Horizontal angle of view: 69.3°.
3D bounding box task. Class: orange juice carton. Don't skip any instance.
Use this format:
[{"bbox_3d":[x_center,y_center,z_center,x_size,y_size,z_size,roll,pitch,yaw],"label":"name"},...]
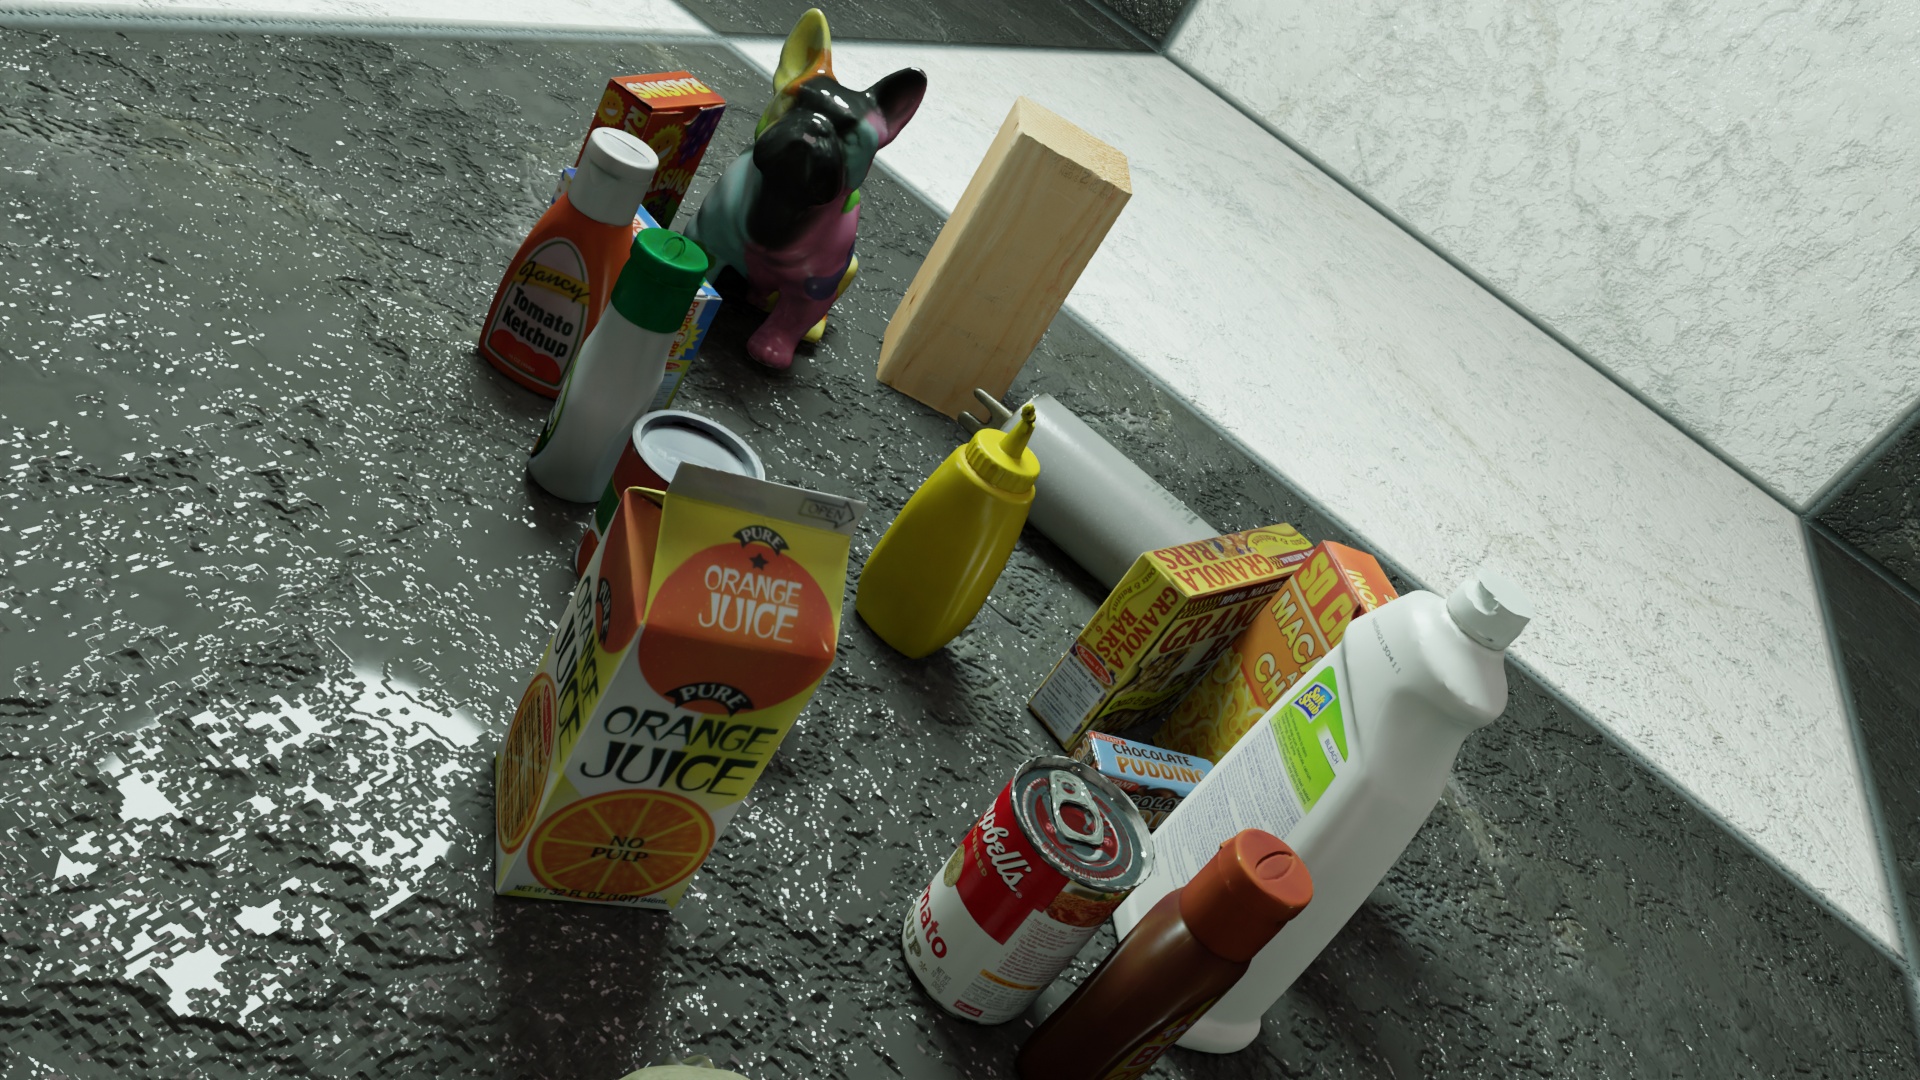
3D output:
[{"bbox_3d":[-0.107,0.049,0.514,0.072,0.191,0.073,15,35,-30],"label":"orange juice carton"}]

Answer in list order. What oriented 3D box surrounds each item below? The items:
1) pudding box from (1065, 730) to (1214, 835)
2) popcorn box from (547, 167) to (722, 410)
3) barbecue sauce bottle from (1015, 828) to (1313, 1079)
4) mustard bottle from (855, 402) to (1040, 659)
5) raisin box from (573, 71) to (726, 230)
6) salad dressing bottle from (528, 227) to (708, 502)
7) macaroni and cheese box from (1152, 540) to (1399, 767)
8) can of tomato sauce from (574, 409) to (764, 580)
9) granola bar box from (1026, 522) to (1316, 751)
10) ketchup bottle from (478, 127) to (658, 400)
[{"bbox_3d":[0.091,0.132,0.729,0.084,0.049,0.030,18,33,-26],"label":"pudding box"},{"bbox_3d":[-0.202,-0.148,0.816,0.038,0.084,0.127,-8,50,-50],"label":"popcorn box"},{"bbox_3d":[0.083,0.175,0.560,0.065,0.147,0.044,-7,49,-49],"label":"barbecue sauce bottle"},{"bbox_3d":[0.003,-0.009,0.738,0.065,0.159,0.049,42,30,14],"label":"mustard bottle"},{"bbox_3d":[-0.211,-0.240,0.904,0.040,0.122,0.086,38,30,7],"label":"raisin box"},{"bbox_3d":[-0.171,-0.086,0.695,0.044,0.147,0.064,27,30,-12],"label":"salad dressing bottle"},{"bbox_3d":[0.180,0.101,0.743,0.040,0.165,0.124,17,34,-27],"label":"macaroni and cheese box"},{"bbox_3d":[-0.142,-0.010,0.676,0.071,0.082,0.071,25,31,-16],"label":"can of tomato sauce"},{"bbox_3d":[0.129,0.053,0.806,0.166,0.123,0.039,-9,51,-50],"label":"granola bar box"},{"bbox_3d":[-0.208,-0.150,0.751,0.065,0.148,0.044,33,30,-2],"label":"ketchup bottle"}]
